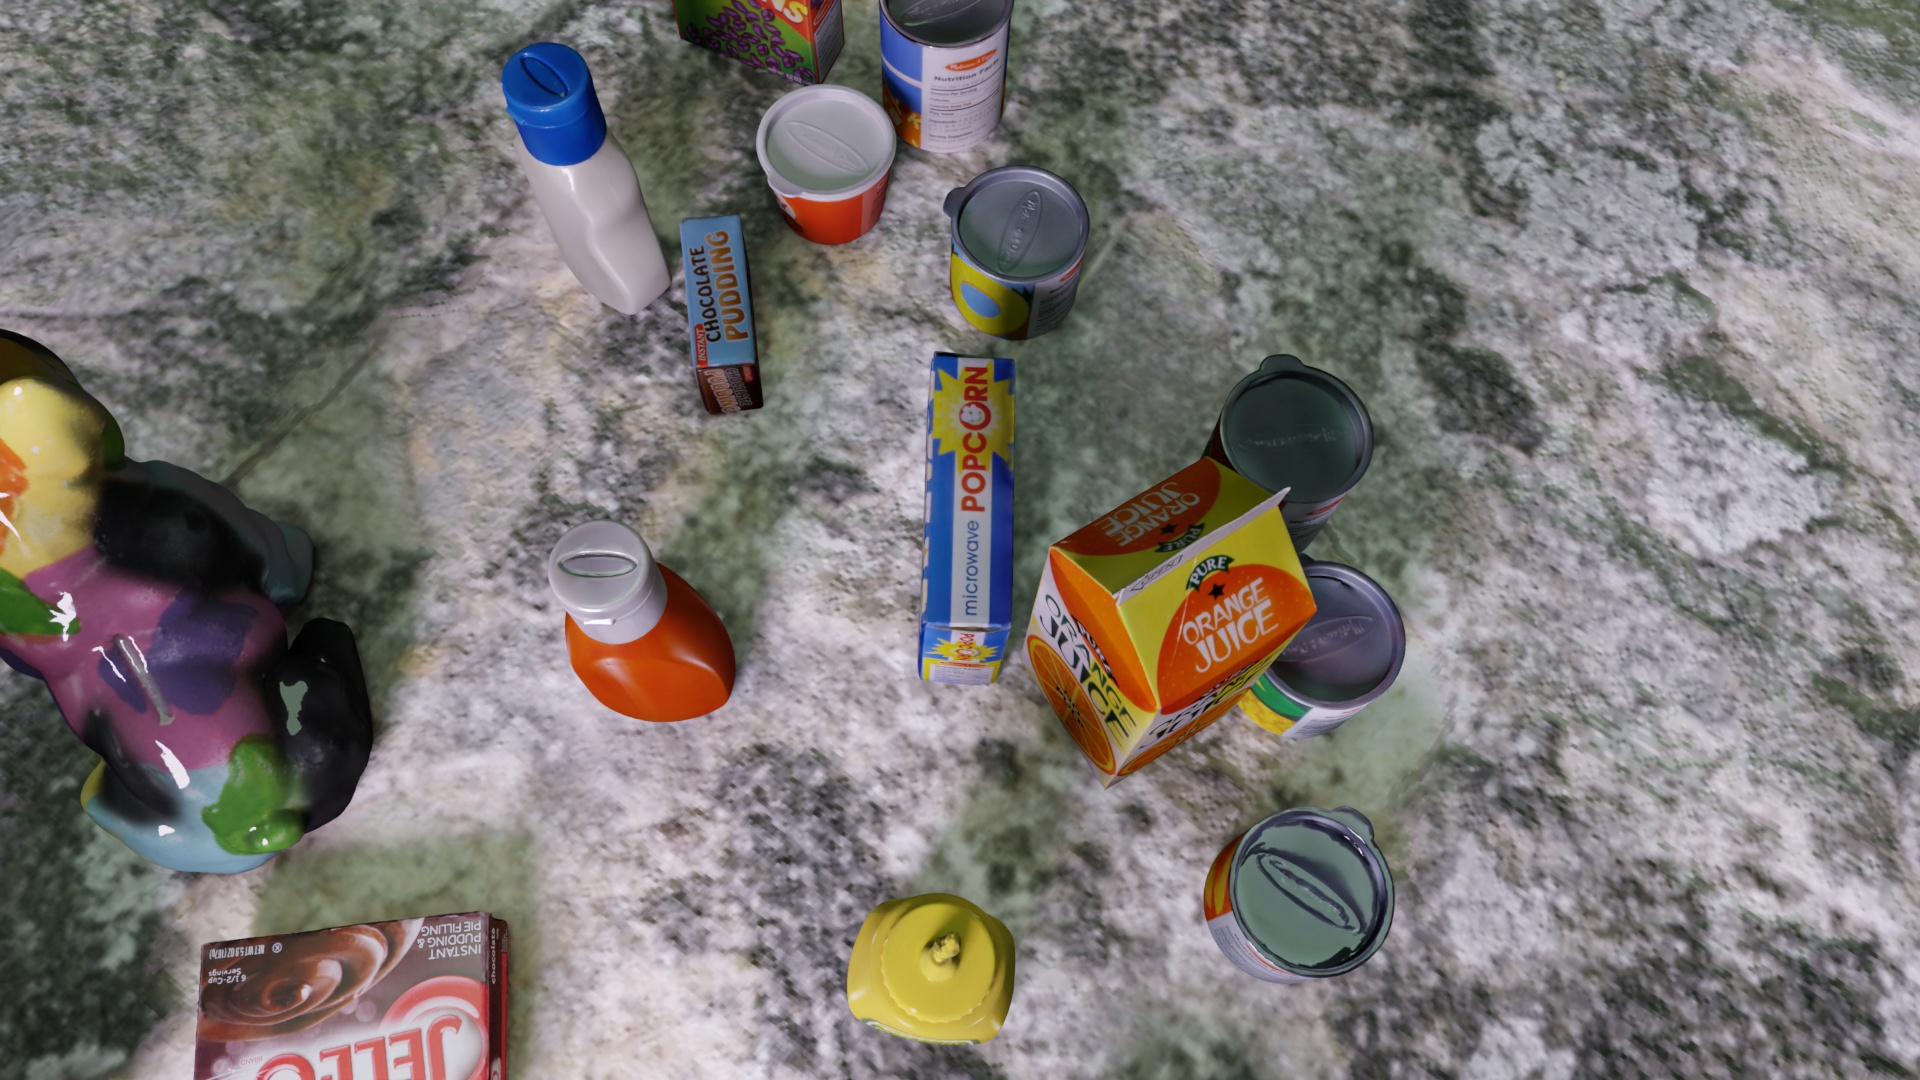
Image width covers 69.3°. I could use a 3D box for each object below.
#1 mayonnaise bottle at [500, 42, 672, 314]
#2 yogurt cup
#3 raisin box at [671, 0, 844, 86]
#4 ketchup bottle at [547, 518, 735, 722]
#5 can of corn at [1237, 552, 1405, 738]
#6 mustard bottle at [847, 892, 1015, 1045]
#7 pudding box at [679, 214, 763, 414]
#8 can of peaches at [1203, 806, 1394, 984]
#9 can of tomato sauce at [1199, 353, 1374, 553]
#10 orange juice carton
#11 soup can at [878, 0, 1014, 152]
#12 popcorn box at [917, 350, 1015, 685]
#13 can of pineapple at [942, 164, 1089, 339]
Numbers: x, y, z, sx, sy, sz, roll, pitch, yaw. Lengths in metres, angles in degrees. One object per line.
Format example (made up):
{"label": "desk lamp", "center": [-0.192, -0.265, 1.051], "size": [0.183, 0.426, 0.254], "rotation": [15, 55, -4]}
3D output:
{"label": "mayonnaise bottle", "center": [-0.172, -0.164, 0.636], "size": [0.065, 0.147, 0.041], "rotation": [43, 74, 13]}
{"label": "yogurt cup", "center": [-0.066, -0.186, 0.699], "size": [0.072, 0.053, 0.072], "rotation": [1, 69, -2]}
{"label": "raisin box", "center": [-0.107, -0.295, 0.703], "size": [0.086, 0.123, 0.040], "rotation": [24, 70, 7]}
{"label": "ketchup bottle", "center": [-0.130, 0.036, 0.559], "size": [0.065, 0.148, 0.044], "rotation": [0, 69, -2]}
{"label": "can of corn", "center": [0.153, 0.047, 0.613], "size": [0.071, 0.058, 0.071], "rotation": [1, 69, -2]}
{"label": "mustard bottle", "center": [-0.010, 0.157, 0.509], "size": [0.065, 0.159, 0.049], "rotation": [10, 69, 2]}
{"label": "pudding box", "center": [-0.115, -0.109, 0.669], "size": [0.030, 0.049, 0.084], "rotation": [-7, 69, -5]}
{"label": "can of peaches", "center": [0.139, 0.146, 0.574], "size": [0.071, 0.058, 0.071], "rotation": [1, 69, -2]}
{"label": "can of tomato sauce", "center": [0.142, -0.034, 0.631], "size": [0.071, 0.082, 0.071], "rotation": [1, 69, -2]}
{"label": "orange juice carton", "center": [0.078, 0.032, 0.544], "size": [0.072, 0.192, 0.073], "rotation": [-29, 73, -12]}
{"label": "soup can", "center": [-0.009, -0.252, 0.711], "size": [0.071, 0.083, 0.071], "rotation": [1, 69, -2]}
{"label": "popcorn box", "center": [0.002, -0.008, 0.615], "size": [0.038, 0.085, 0.127], "rotation": [2, 69, -1]}
{"label": "can of pineapple", "center": [0.026, -0.142, 0.683], "size": [0.071, 0.057, 0.071], "rotation": [1, 69, -2]}
